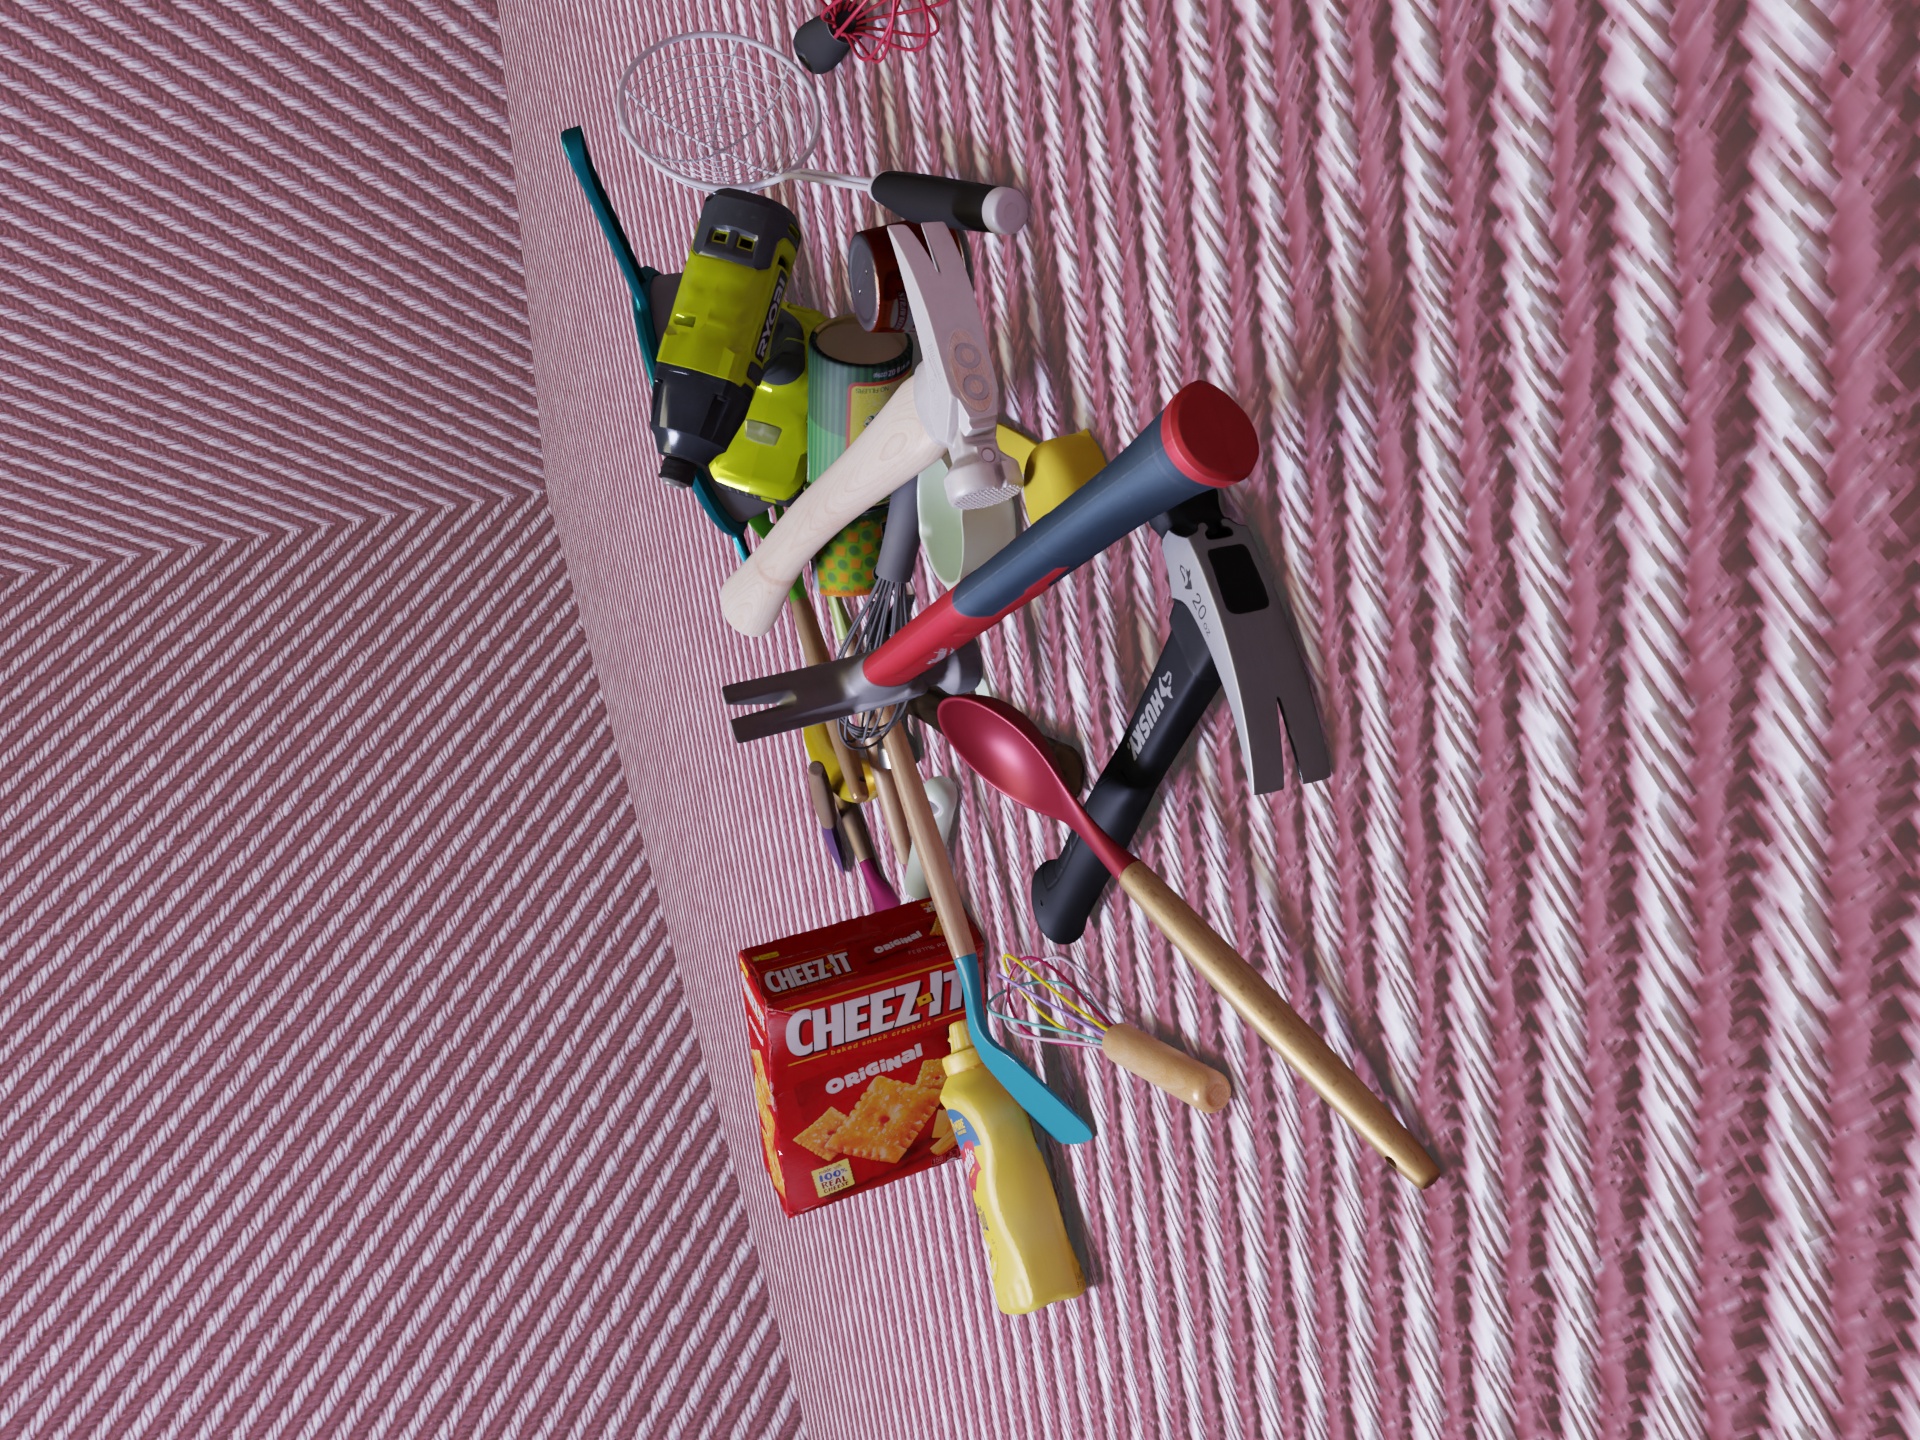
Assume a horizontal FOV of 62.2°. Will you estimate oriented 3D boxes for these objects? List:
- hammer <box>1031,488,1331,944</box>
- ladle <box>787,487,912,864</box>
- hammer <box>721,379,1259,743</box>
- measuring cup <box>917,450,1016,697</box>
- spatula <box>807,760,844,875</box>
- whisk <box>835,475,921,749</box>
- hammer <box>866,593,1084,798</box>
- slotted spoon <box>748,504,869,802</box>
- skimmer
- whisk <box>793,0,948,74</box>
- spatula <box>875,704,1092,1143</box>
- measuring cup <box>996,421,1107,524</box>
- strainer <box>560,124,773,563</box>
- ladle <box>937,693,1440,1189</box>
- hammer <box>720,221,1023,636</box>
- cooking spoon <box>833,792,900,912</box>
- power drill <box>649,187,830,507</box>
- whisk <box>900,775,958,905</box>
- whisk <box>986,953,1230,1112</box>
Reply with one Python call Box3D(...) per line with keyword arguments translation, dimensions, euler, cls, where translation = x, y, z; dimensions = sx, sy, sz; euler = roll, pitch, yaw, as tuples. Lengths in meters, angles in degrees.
Box3D(translation=(0.084, 0.032, 0.761), dimensions=(0.334, 0.035, 0.146), euler=(108, 146, -58), cls="hammer")
Box3D(translation=(-0.066, -0.041, 1.188), dimensions=(0.078, 0.062, 0.320), euler=(-141, 35, -67), cls="ladle")
Box3D(translation=(0.003, -0.055, 0.698), dimensions=(0.386, 0.143, 0.038), euler=(-30, 76, 67), cls="hammer")
Box3D(translation=(0.015, -0.072, 0.899), dimensions=(0.083, 0.038, 0.167), euler=(161, 96, -72), cls="measuring cup")
Box3D(translation=(-0.113, 0.082, 1.351), dimensions=(0.315, 0.018, 0.060), euler=(96, 154, -73), cls="spatula")
Box3D(translation=(-0.038, -0.090, 0.980), dimensions=(0.055, 0.055, 0.239), euler=(-130, 49, -55), cls="whisk")
Box3D(translation=(-0.002, -0.003, 1.009), dimensions=(0.331, 0.031, 0.130), euler=(-152, 52, -67), cls="hammer")
Box3D(translation=(-0.118, -0.072, 1.257), dimensions=(0.031, 0.070, 0.314), euler=(-43, 54, 37), cls="slotted spoon")
Box3D(translation=(-0.080, -0.336, 0.900), dimensions=(0.364, 0.127, 0.090), euler=(33, 146, 50), cls="skimmer")
Box3D(translation=(-0.061, -0.396, 0.893), dimensions=(0.296, 0.073, 0.073), euler=(-135, 36, -70), cls="whisk")
Box3D(translation=(0.005, 0.125, 1.030), dimensions=(0.082, 0.044, 0.318), euler=(126, 127, -69), cls="spatula")
Box3D(translation=(0.032, -0.129, 0.820), dimensions=(0.157, 0.029, 0.062), euler=(-136, 38, -57), cls="measuring cup")
Box3D(translation=(-0.180, -0.291, 1.160), dimensions=(0.340, 0.095, 0.211), euler=(69, -173, -50), cls="strainer")
Box3D(translation=(0.090, 0.083, 0.695), dimensions=(0.316, 0.031, 0.069), euler=(46, 161, 36), cls="ladle")
Box3D(translation=(-0.079, -0.139, 0.953), dimensions=(0.410, 0.038, 0.146), euler=(-28, 76, 63), cls="hammer")
Box3D(translation=(-0.088, 0.099, 1.366), dimensions=(0.068, 0.017, 0.319), euler=(109, 144, -57), cls="cooking spoon")
Box3D(translation=(-0.135, -0.215, 1.008), dimensions=(0.223, 0.080, 0.171), euler=(24, -97, -84), cls="power drill")
Box3D(translation=(-0.029, 0.127, 1.169), dimensions=(0.058, 0.059, 0.246), euler=(29, 137, 17), cls="whisk")
Box3D(translation=(0.074, 0.169, 0.873), dimensions=(0.245, 0.051, 0.047), euler=(-170, 74, -68), cls="whisk")
